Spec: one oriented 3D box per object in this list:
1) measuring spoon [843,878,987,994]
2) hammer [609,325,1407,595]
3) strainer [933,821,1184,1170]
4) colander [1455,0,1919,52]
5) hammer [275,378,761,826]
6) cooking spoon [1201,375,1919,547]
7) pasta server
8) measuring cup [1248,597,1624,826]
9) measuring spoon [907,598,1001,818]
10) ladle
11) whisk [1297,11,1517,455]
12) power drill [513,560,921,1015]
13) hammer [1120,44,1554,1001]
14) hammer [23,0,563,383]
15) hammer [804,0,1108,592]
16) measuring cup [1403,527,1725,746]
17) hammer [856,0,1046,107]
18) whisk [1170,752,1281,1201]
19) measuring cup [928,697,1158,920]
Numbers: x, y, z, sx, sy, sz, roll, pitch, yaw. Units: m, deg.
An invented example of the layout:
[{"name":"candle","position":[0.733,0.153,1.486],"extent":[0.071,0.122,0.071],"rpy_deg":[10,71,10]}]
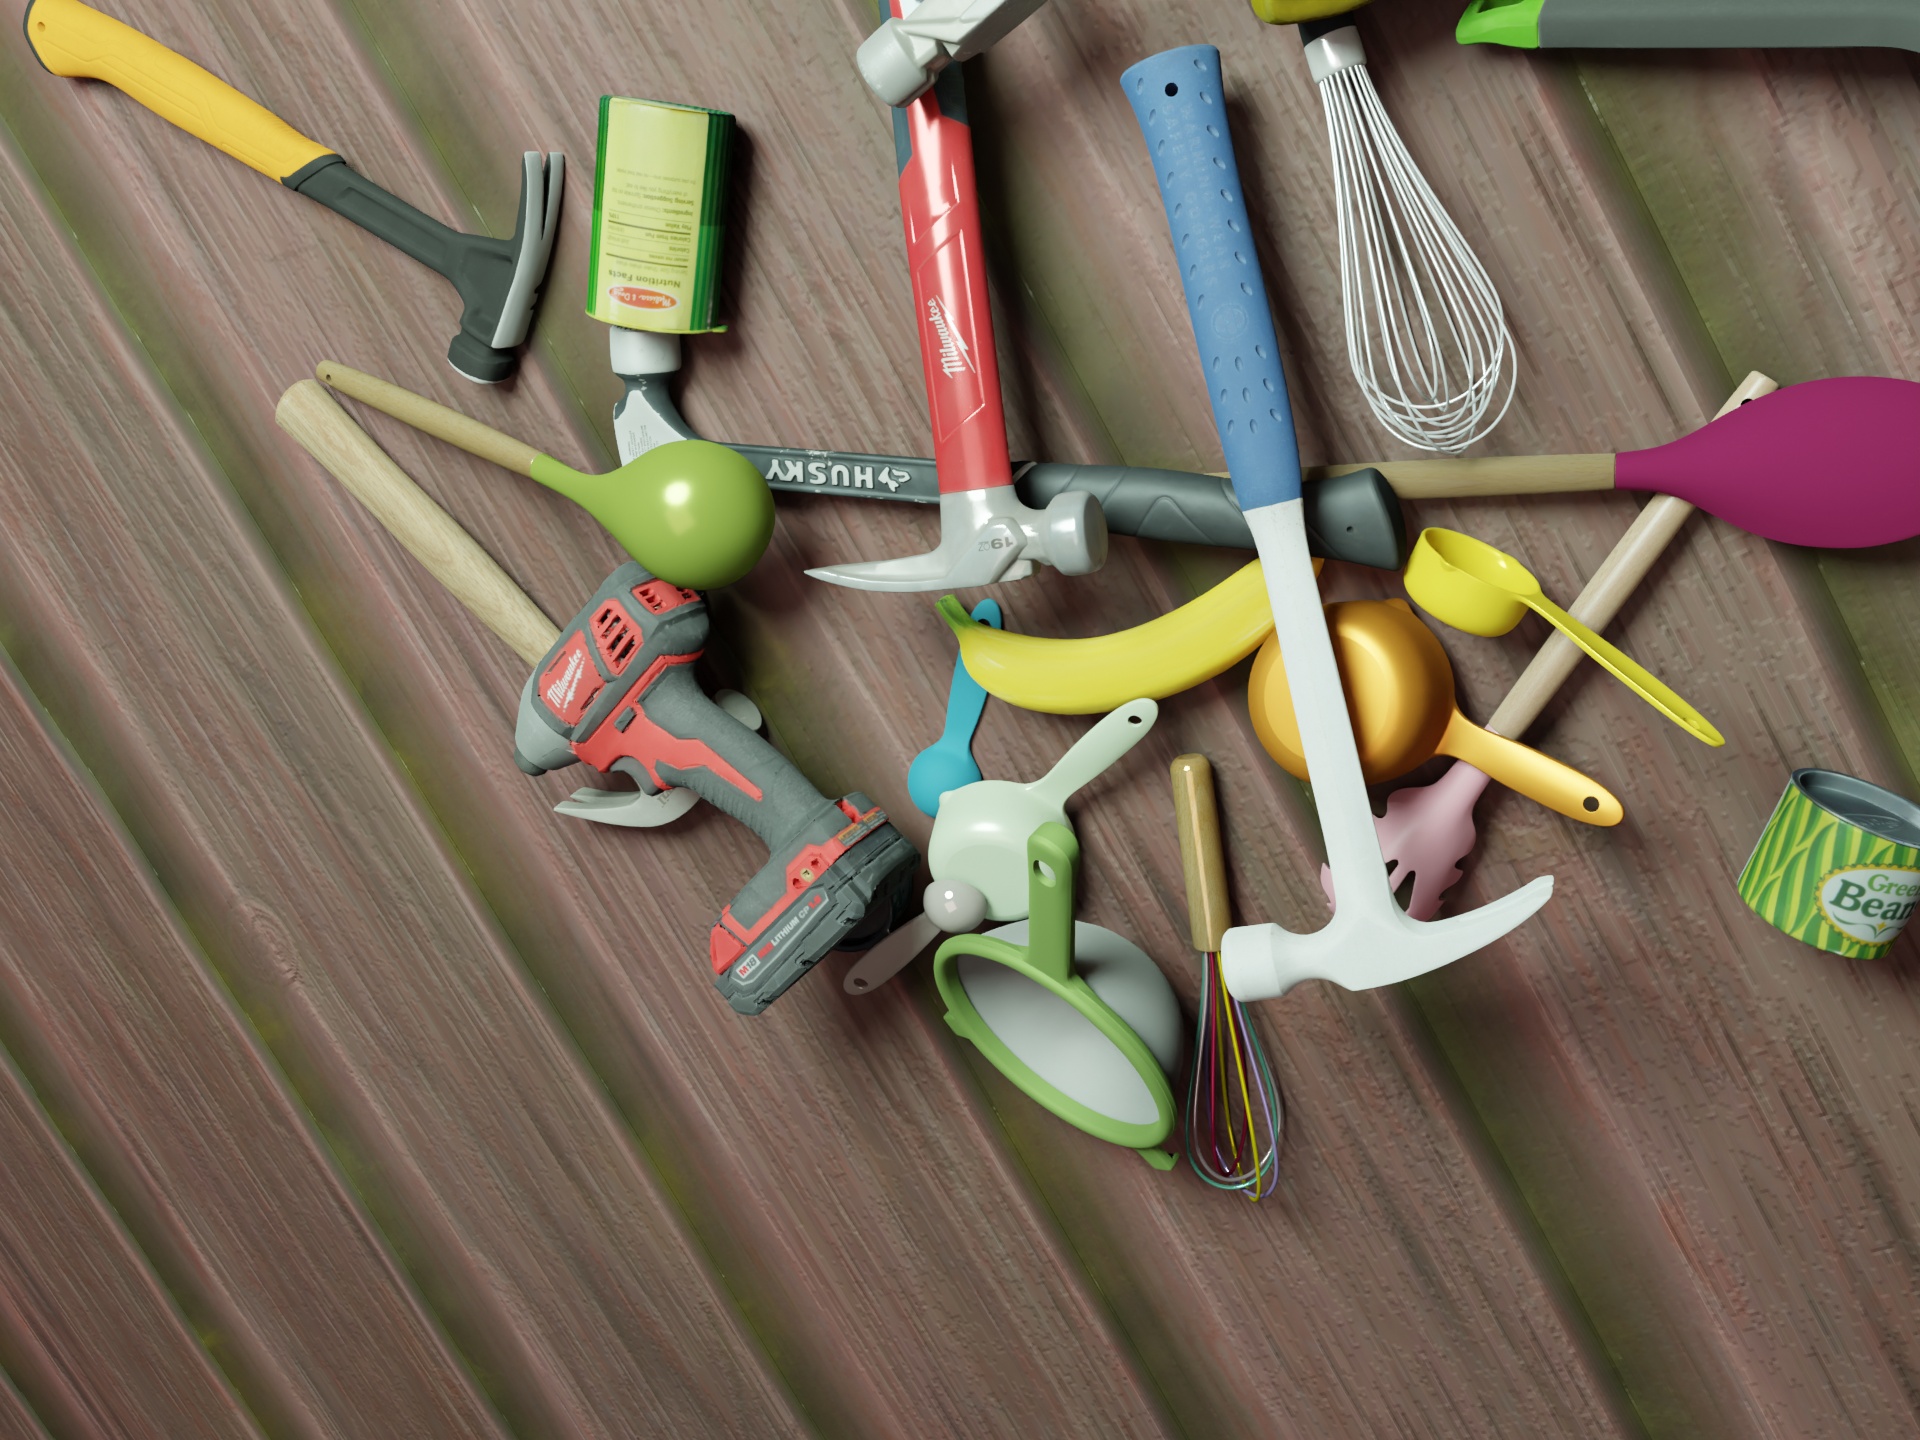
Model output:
[{"name":"measuring spoon","position":[-0.029,0.123,0.852],"extent":[0.034,0.018,0.124],"rpy_deg":[35,131,-14]},{"name":"hammer","position":[0.008,-0.109,0.775],"extent":[0.409,0.036,0.149],"rpy_deg":[9,113,22]},{"name":"strainer","position":[0.060,0.114,0.788],"extent":[0.152,0.069,0.256],"rpy_deg":[30,148,25]},{"name":"colander","position":[0.379,-0.224,0.570],"extent":[0.397,0.204,0.094],"rpy_deg":[15,149,32]},{"name":"hammer","position":[-0.268,-0.068,0.911],"extent":[0.331,0.031,0.130],"rpy_deg":[44,117,2]},{"name":"cooking spoon","position":[0.256,-0.106,0.687],"extent":[0.319,0.017,0.069],"rpy_deg":[2,97,26]},{"name":"pasta server","position":[0.264,-0.019,0.728],"extent":[0.060,0.040,0.316],"rpy_deg":[33,113,7]},{"name":"measuring cup","position":[0.208,0.006,0.712],"extent":[0.174,0.052,0.095],"rpy_deg":[30,109,30]},{"name":"measuring spoon","position":[-0.001,-0.003,0.836],"extent":[0.042,0.021,0.128],"rpy_deg":[20,114,14]},{"name":"ladle","position":[-0.230,-0.146,0.842],"extent":[0.320,0.062,0.078],"rpy_deg":[25,130,29]},{"name":"whisk","position":[0.168,-0.248,0.670],"extent":[0.070,0.070,0.284],"rpy_deg":[-16,97,25]},{"name":"power drill","position":[-0.140,0.038,0.839],"extent":[0.220,0.078,0.143],"rpy_deg":[48,116,4]},{"name":"hammer","position":[0.142,-0.083,0.681],"extent":[0.144,0.035,0.405],"rpy_deg":[-12,94,22]},{"name":"hammer","position":[-0.367,-0.315,0.860],"extent":[0.337,0.034,0.127],"rpy_deg":[30,117,9]},{"name":"hammer","position":[-0.026,-0.252,0.716],"extent":[0.143,0.038,0.386],"rpy_deg":[-4,98,23]},{"name":"measuring cup","position":[0.255,-0.030,0.683],"extent":[0.157,0.062,0.029],"rpy_deg":[46,126,31]},{"name":"hammer","position":[-0.061,-0.445,0.657],"extent":[0.149,0.036,0.359],"rpy_deg":[-33,83,28]},{"name":"whisk","position":[0.132,0.136,0.826],"extent":[0.051,0.047,0.245],"rpy_deg":[-5,102,23]},{"name":"measuring cup","position":[0.044,0.047,0.803],"extent":[0.083,0.038,0.167],"rpy_deg":[33,131,-12]}]
